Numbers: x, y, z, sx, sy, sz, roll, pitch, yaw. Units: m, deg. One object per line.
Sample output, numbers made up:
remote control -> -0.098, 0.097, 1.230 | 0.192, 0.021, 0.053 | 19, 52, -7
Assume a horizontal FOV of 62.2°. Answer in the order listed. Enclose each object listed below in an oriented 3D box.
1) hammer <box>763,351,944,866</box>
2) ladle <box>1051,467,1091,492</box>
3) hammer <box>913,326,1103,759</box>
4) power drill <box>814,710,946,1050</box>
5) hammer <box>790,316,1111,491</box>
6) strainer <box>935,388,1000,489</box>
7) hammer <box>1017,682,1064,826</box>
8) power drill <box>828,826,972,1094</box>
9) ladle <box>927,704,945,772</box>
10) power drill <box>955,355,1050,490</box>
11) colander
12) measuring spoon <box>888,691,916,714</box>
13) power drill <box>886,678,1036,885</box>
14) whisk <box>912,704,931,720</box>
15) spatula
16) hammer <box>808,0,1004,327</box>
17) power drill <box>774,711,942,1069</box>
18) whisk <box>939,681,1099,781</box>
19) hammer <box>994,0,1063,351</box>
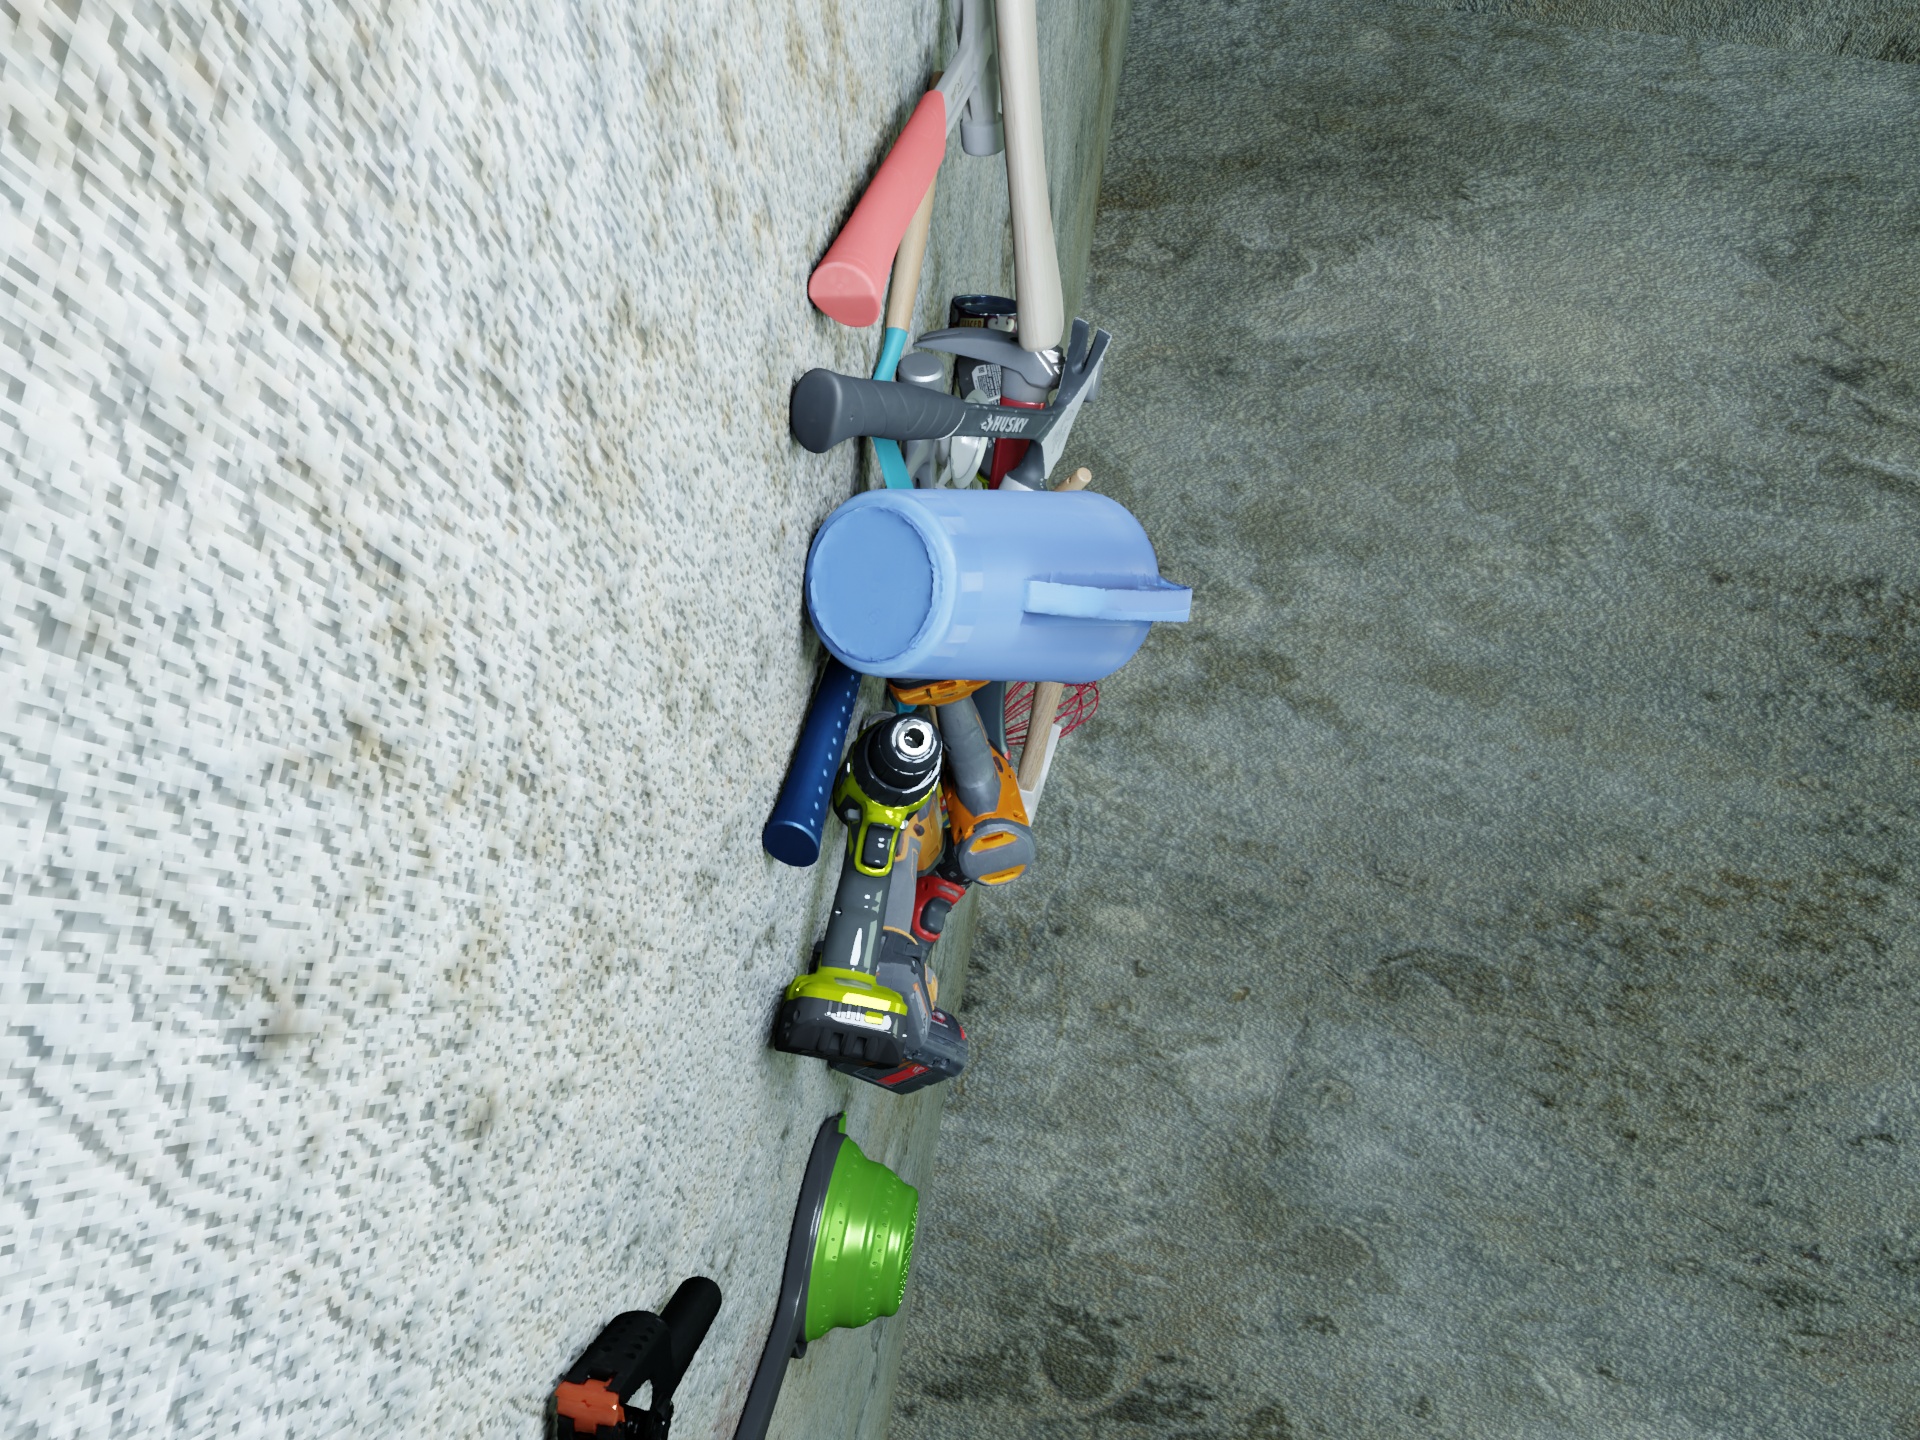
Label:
hammer -> -0.064, -0.071, 1.069 | 0.144, 0.035, 0.406 | 93, 8, -49
ladle -> 0.044, -0.145, 1.390 | 0.320, 0.062, 0.078 | 144, -50, -60
hammer -> 0.017, -0.123, 1.288 | 0.038, 0.143, 0.386 | -61, 162, -56
power drill -> -0.058, 0.121, 1.250 | 0.185, 0.084, 0.226 | 80, 14, -52
hammer -> 0.002, -0.193, 0.997 | 0.149, 0.036, 0.409 | -64, 164, 17
strainer -> -0.020, -0.195, 1.328 | 0.086, 0.050, 0.259 | 84, 21, -47
hammer -> 0.075, -0.026, 1.351 | 0.331, 0.031, 0.130 | 100, 8, -46
power drill -> -0.025, 0.193, 1.378 | 0.188, 0.080, 0.227 | -35, -144, 49
ladle -> -0.015, 0.002, 1.380 | 0.069, 0.031, 0.315 | -47, 136, -39
power drill -> 0.042, -0.279, 1.557 | 0.223, 0.080, 0.171 | 81, -3, -83
colander -> -0.102, 0.490, 1.321 | 0.397, 0.094, 0.204 | -70, 168, -65
measuring spoon -> -0.064, 0.011, 1.357 | 0.042, 0.021, 0.129 | 36, 70, -61
power drill -> -0.002, -0.004, 1.231 | 0.164, 0.084, 0.226 | -104, 178, -55
whisk -> 0.000, -0.031, 1.469 | 0.246, 0.059, 0.057 | -40, 122, -51
spatula -> -0.027, -0.281, 1.052 | 0.082, 0.044, 0.317 | 31, 66, -71
hammer -> -0.025, -0.346, 0.939 | 0.359, 0.037, 0.149 | -72, 160, -46
power drill -> -0.060, 0.110, 1.057 | 0.190, 0.080, 0.229 | 130, -29, -73
whisk -> 0.030, 0.013, 1.487 | 0.296, 0.073, 0.073 | -28, 137, -40
hammer -> 0.034, -0.431, 1.020 | 0.146, 0.038, 0.410 | -68, 157, -51
